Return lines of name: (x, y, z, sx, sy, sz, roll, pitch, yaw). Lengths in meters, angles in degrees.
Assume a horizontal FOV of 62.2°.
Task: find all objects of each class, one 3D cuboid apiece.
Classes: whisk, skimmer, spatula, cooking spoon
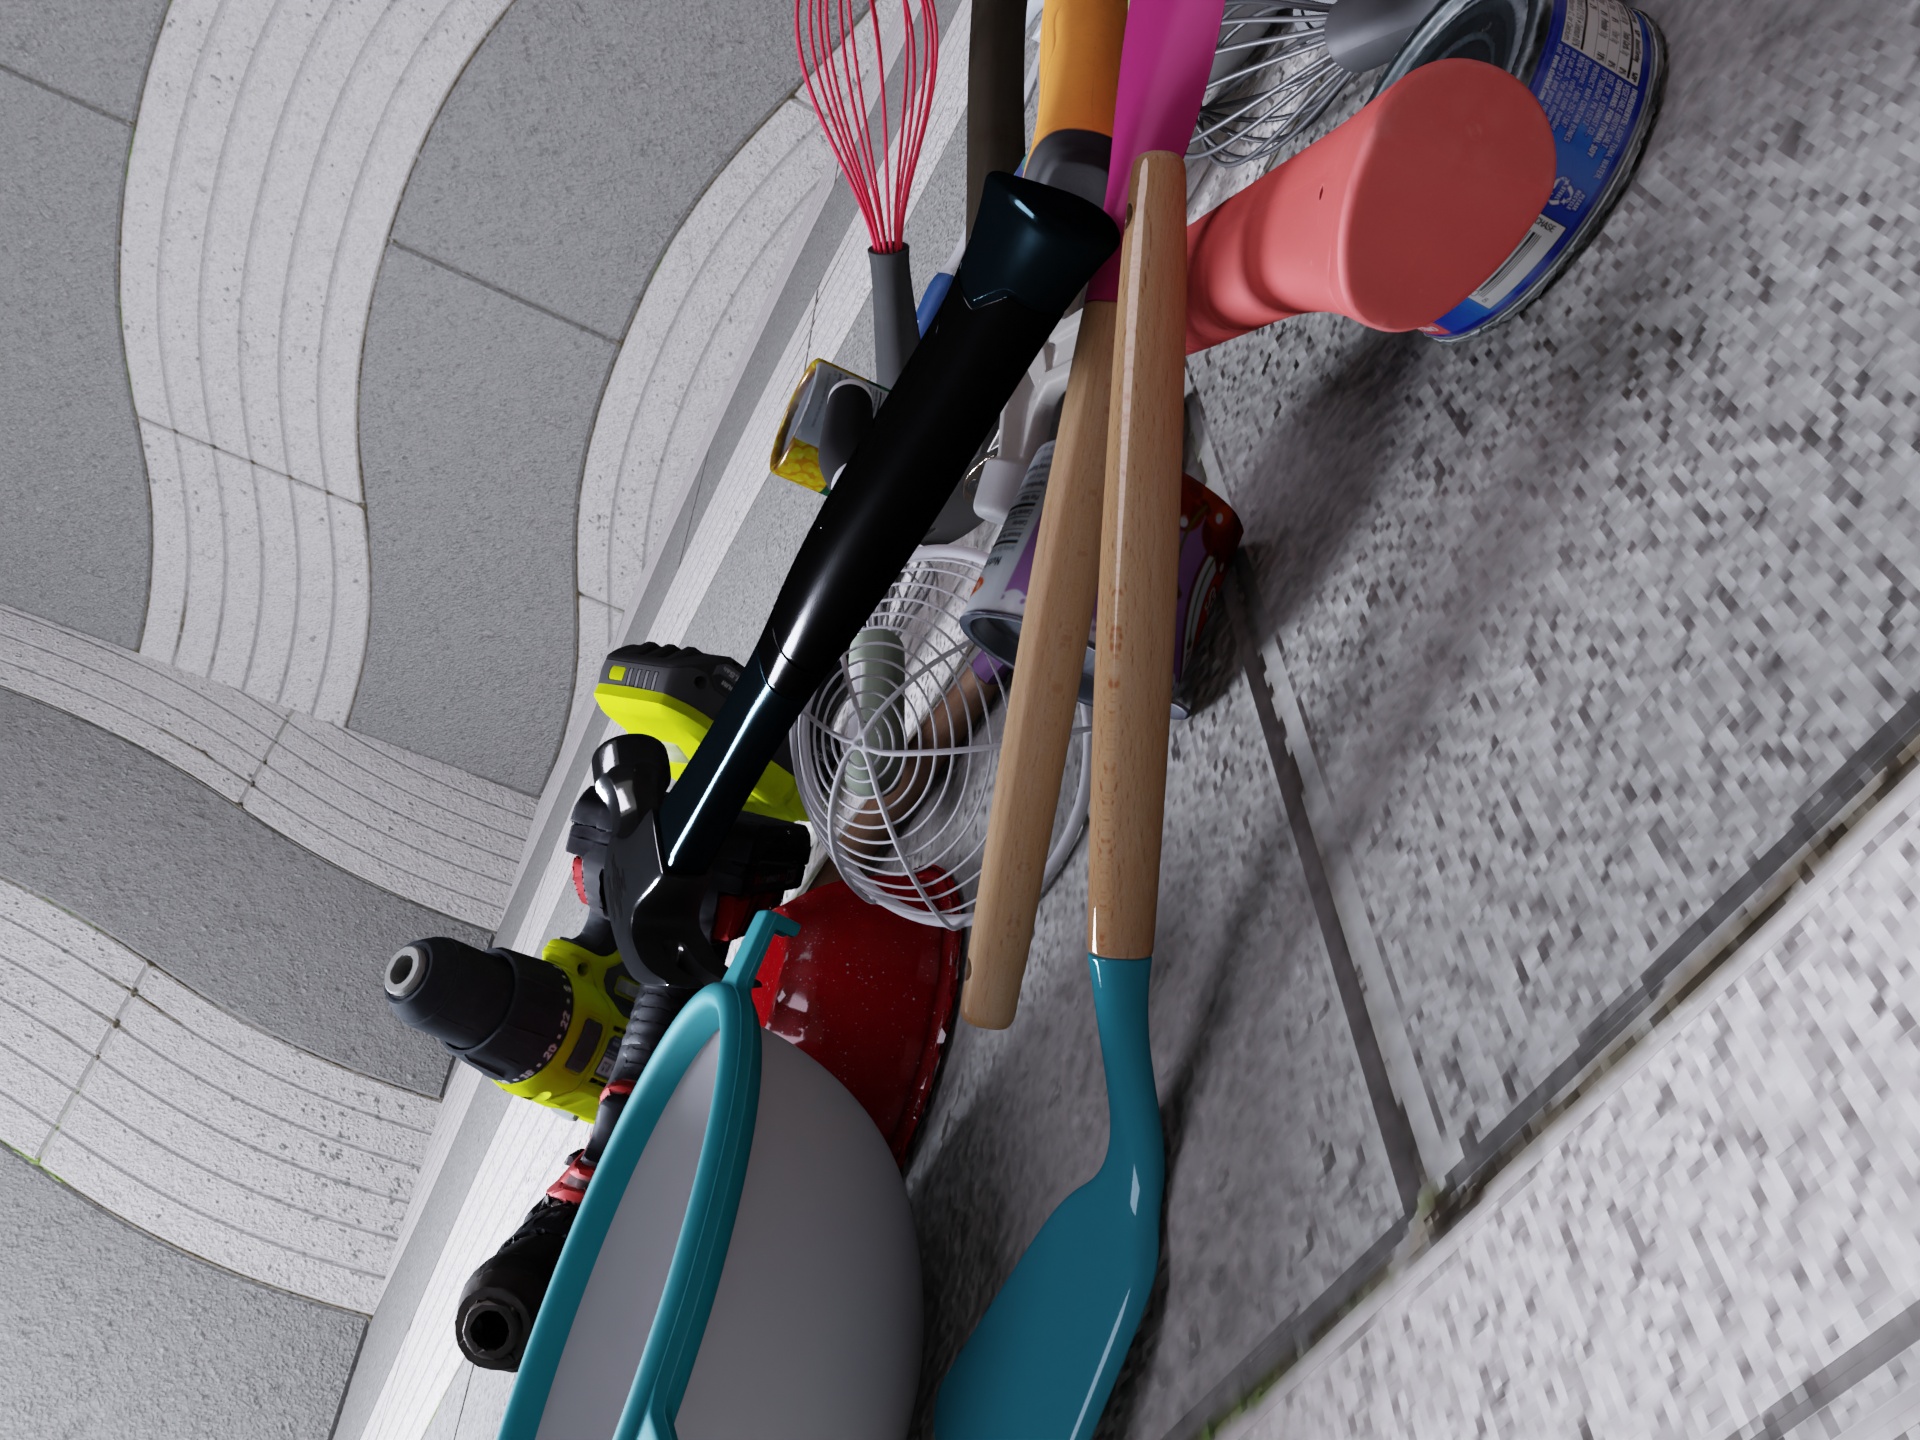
whisk: (-0.040, -0.277, 0.867, 0.073, 0.073, 0.295, -92, -2, -55)
skimmer: (-0.018, -0.059, 0.645, 0.127, 0.090, 0.364, -58, 18, 24)
spatula: (0.028, 0.029, 0.369, 0.082, 0.044, 0.317, -165, 77, -77)
whisk: (-0.038, -0.035, 0.721, 0.247, 0.059, 0.057, -94, 18, -61)
cooking spoon: (0.034, -0.079, 0.402, 0.069, 0.017, 0.319, -162, 82, -79)
spatula: (-0.001, -0.002, 0.641, 0.315, 0.018, 0.060, -53, 17, 40)
whisk: (0.121, -0.206, 0.472, 0.055, 0.055, 0.239, -67, 21, 2)

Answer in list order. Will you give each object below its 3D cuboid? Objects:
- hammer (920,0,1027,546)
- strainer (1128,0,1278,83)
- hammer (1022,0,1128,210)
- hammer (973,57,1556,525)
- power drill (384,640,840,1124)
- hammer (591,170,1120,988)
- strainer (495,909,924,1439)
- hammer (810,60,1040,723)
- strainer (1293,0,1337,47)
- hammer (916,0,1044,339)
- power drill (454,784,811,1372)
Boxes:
hammer: (0.013, -0.282, 0.790, 0.146, 0.038, 0.411, -39, 43, 52)
strainer: (0.109, -0.349, 0.596, 0.152, 0.069, 0.256, -89, 14, -58)
hammer: (0.048, -0.281, 0.549, 0.127, 0.034, 0.337, 107, 171, -50)
hammer: (0.064, -0.130, 0.456, 0.359, 0.036, 0.149, -146, 71, -79)
power drill: (-0.165, 0.080, 0.784, 0.080, 0.190, 0.229, 8, 68, 39)
hammer: (-0.048, -0.027, 0.486, 0.331, 0.033, 0.128, -54, 42, 42)
strainer: (-0.095, 0.237, 0.497, 0.211, 0.095, 0.340, -88, 23, -55)
hammer: (-0.008, -0.168, 0.858, 0.409, 0.036, 0.149, -64, 17, 15)
strainer: (0.145, -0.241, 0.444, 0.258, 0.050, 0.087, -166, 54, -79)
hammer: (-0.003, -0.283, 0.988, 0.405, 0.035, 0.144, -67, 16, 2)
power drill: (-0.138, 0.146, 0.662, 0.188, 0.080, 0.227, 26, -103, -82)
